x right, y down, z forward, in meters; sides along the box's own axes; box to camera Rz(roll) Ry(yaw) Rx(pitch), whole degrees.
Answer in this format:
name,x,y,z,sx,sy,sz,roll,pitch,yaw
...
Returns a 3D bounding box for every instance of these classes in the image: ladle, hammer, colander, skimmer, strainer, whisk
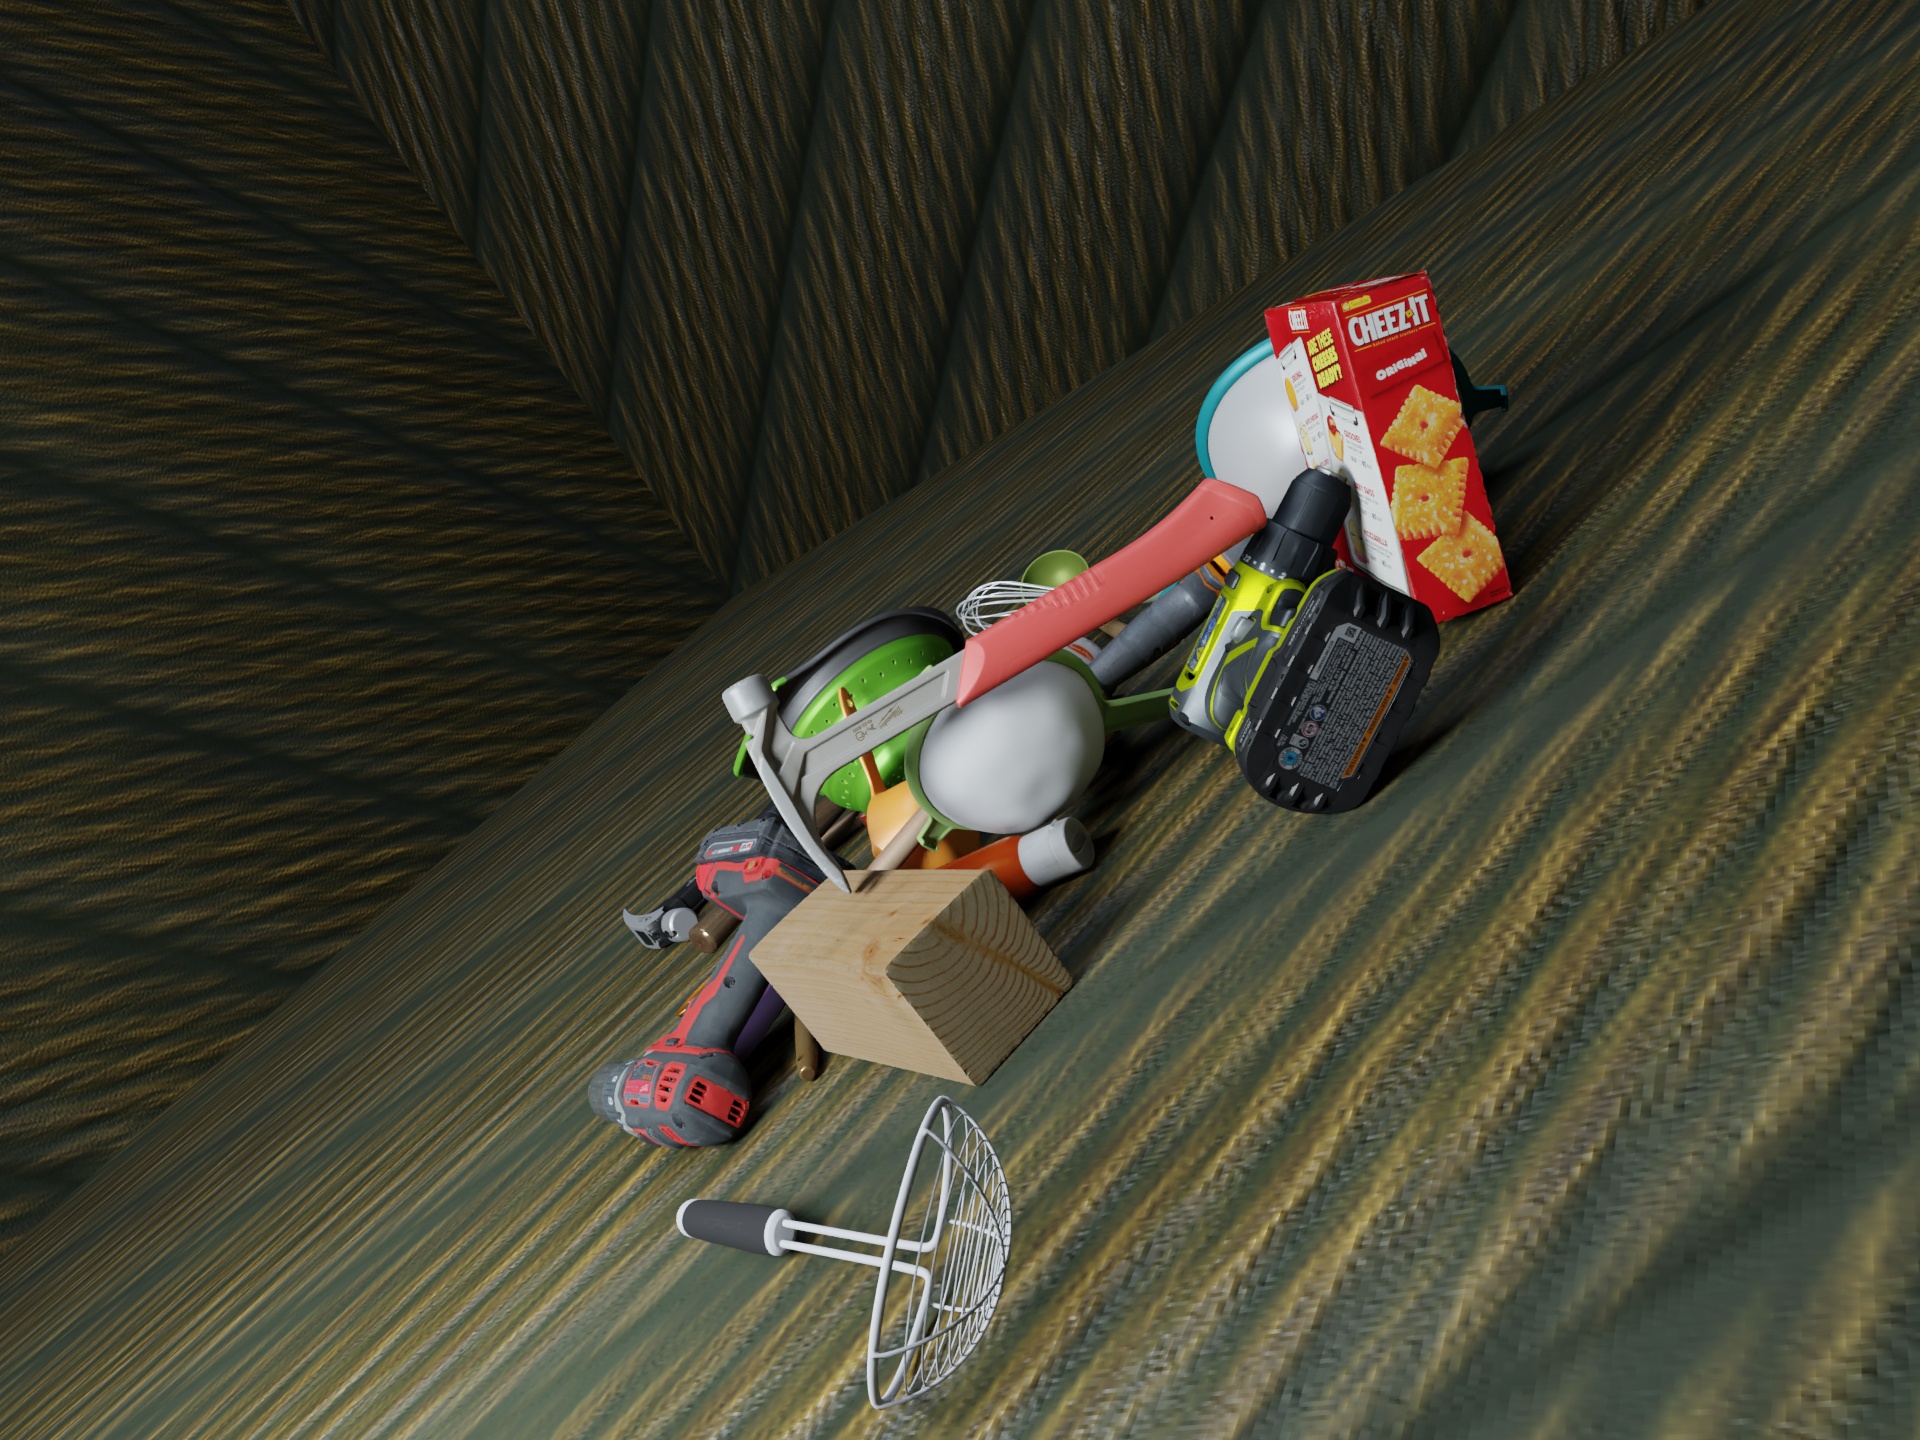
name,x,y,z,sx,sy,sz,roll,pitch,yaw
ladle,0.123,-0.114,1.554,0.078,0.062,0.320,-38,16,0
hammer,-0.129,0.090,1.436,0.331,0.031,0.130,-47,13,-36
colander,-0.002,-0.004,1.347,0.397,0.095,0.204,-17,-34,-44
skimmer,-0.086,0.248,0.778,0.363,0.090,0.127,-19,53,56
hammer,-0.212,0.115,1.643,0.335,0.035,0.146,-45,17,-33
ladle,-0.114,0.188,1.182,0.069,0.031,0.315,-44,15,7
strainer,0.091,0.017,1.087,0.256,0.151,0.069,-13,37,-18
strainer,0.258,-0.160,1.250,0.340,0.211,0.095,-50,31,44
hammer,0.038,-0.040,1.005,0.359,0.149,0.036,-30,-3,-4
whisk,0.111,-0.112,1.471,0.246,0.059,0.058,-6,63,22

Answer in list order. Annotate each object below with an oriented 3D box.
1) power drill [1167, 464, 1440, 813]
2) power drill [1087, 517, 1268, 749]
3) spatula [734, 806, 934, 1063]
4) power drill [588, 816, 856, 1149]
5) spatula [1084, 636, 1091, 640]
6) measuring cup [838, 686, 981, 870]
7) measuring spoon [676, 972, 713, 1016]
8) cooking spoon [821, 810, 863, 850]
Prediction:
name,x,y,z,sx,sy,sz,roll,pitch,yaw
power drill,0.207,-0.054,0.973,0.229,0.080,0.190,-102,35,-73
power drill,0.145,-0.063,1.200,0.226,0.084,0.164,-41,-6,5
spatula,-0.087,0.145,1.129,0.316,0.018,0.060,-50,20,4
power drill,-0.179,0.190,1.123,0.188,0.080,0.227,-15,47,54
spatula,-0.007,-0.004,1.572,0.322,0.041,0.081,-25,16,23
measuring cup,-0.039,0.045,1.184,0.052,0.174,0.095,-26,-8,23
measuring spoon,-0.194,0.210,1.344,0.117,0.011,0.021,-44,16,-17
cooking spoon,-0.056,0.060,1.483,0.319,0.017,0.069,-38,12,-7
